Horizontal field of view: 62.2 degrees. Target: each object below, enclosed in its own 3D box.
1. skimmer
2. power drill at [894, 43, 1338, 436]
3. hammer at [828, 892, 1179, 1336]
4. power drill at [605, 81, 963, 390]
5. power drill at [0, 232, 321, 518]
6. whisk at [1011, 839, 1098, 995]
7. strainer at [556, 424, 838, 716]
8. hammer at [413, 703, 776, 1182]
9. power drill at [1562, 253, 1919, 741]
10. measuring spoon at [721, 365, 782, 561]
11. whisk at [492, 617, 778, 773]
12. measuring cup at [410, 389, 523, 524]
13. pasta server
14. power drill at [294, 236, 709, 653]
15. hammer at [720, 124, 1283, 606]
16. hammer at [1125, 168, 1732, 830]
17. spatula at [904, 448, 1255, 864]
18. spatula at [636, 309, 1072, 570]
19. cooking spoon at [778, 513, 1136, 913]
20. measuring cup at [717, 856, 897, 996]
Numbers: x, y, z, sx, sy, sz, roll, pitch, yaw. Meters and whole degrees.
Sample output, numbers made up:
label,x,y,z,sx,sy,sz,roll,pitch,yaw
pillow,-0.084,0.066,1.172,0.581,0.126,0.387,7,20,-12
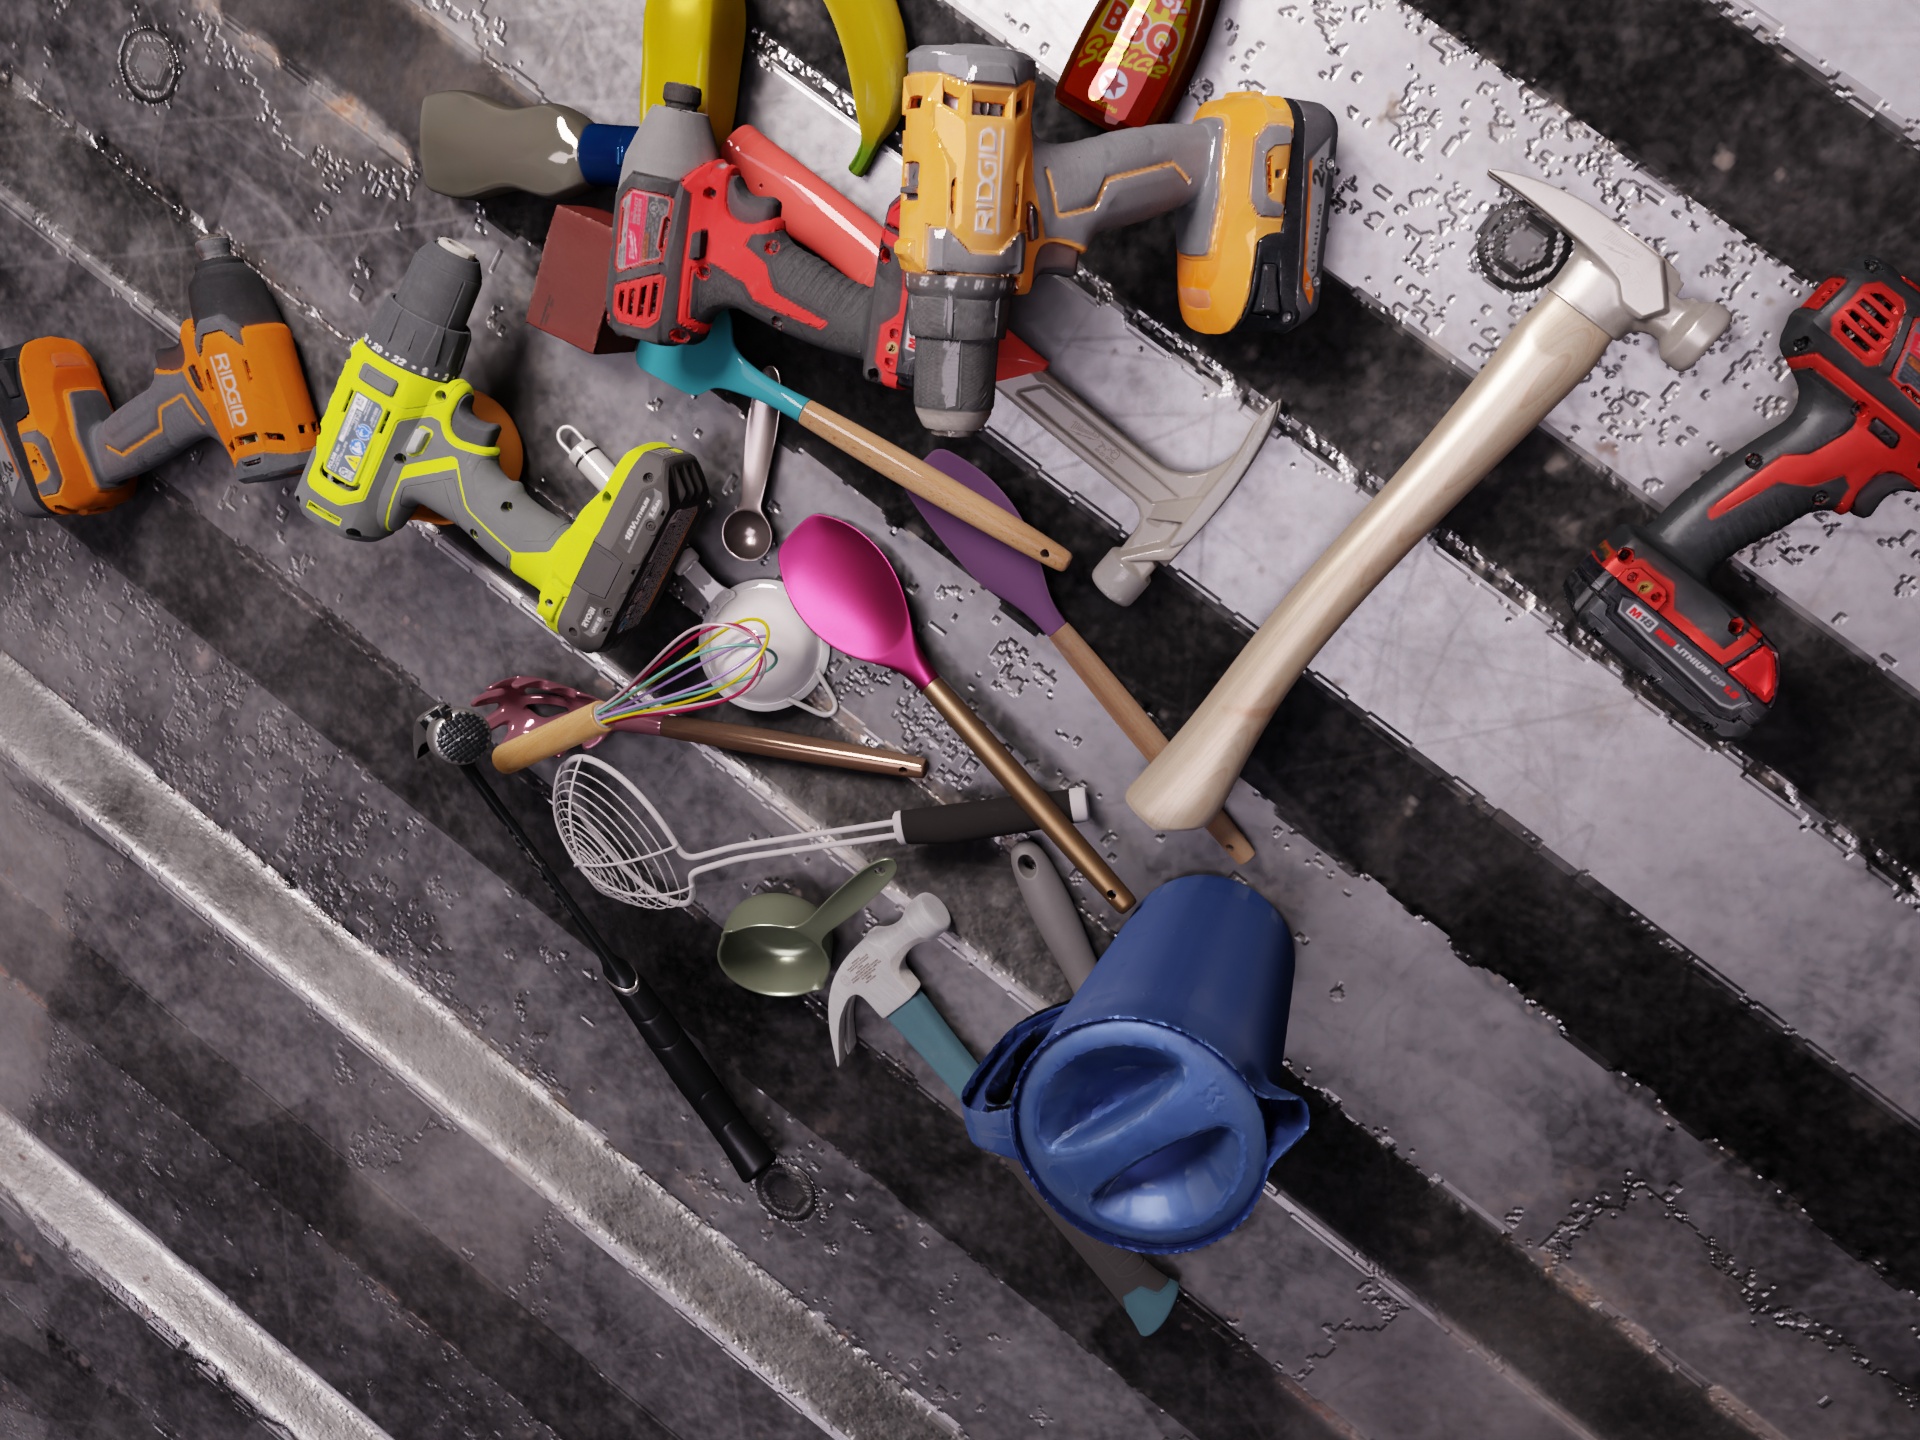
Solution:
label,x,y,z,sx,sy,sz,roll,pitch,yaw
skimmer,-0.097,0.059,1.048,0.363,0.090,0.127,-8,128,9
power drill,0.073,-0.240,0.818,0.226,0.084,0.185,-4,109,-23
hammer,0.035,0.277,1.071,0.128,0.033,0.331,-39,91,23
power drill,-0.091,-0.267,0.888,0.220,0.078,0.143,15,110,12
power drill,-0.557,-0.232,1.093,0.226,0.084,0.164,-9,102,16
whisk,0.087,0.186,1.024,0.055,0.055,0.239,-24,93,23
strainer,-0.175,-0.097,1.029,0.087,0.050,0.258,-44,86,8
hammer,-0.245,0.159,1.085,0.408,0.036,0.149,59,157,-17
power drill,0.447,-0.094,0.809,0.188,0.080,0.226,40,110,3
measuring spoon,-0.127,-0.162,1.010,0.034,0.018,0.124,13,102,12
whisk,-0.213,-0.012,1.022,0.245,0.051,0.047,-21,74,30
measuring cup,-0.298,-0.153,1.046,0.173,0.052,0.095,33,111,2
pasta server,-0.176,0.012,1.061,0.316,0.040,0.060,9,123,14
power drill,-0.276,-0.163,0.972,0.228,0.080,0.190,31,106,2
hammer,0.009,-0.233,0.930,0.359,0.037,0.149,40,113,3
hammer,0.222,-0.102,0.889,0.146,0.038,0.410,40,111,5
spatula,0.078,-0.037,0.973,0.316,0.018,0.059,51,132,-2
spatula,-0.067,-0.177,0.962,0.317,0.044,0.082,32,113,8
cooking spoon,-0.002,-0.003,0.991,0.068,0.017,0.319,-44,81,16
measuring cup,-0.094,0.124,1.047,0.083,0.038,0.167,34,125,-23
